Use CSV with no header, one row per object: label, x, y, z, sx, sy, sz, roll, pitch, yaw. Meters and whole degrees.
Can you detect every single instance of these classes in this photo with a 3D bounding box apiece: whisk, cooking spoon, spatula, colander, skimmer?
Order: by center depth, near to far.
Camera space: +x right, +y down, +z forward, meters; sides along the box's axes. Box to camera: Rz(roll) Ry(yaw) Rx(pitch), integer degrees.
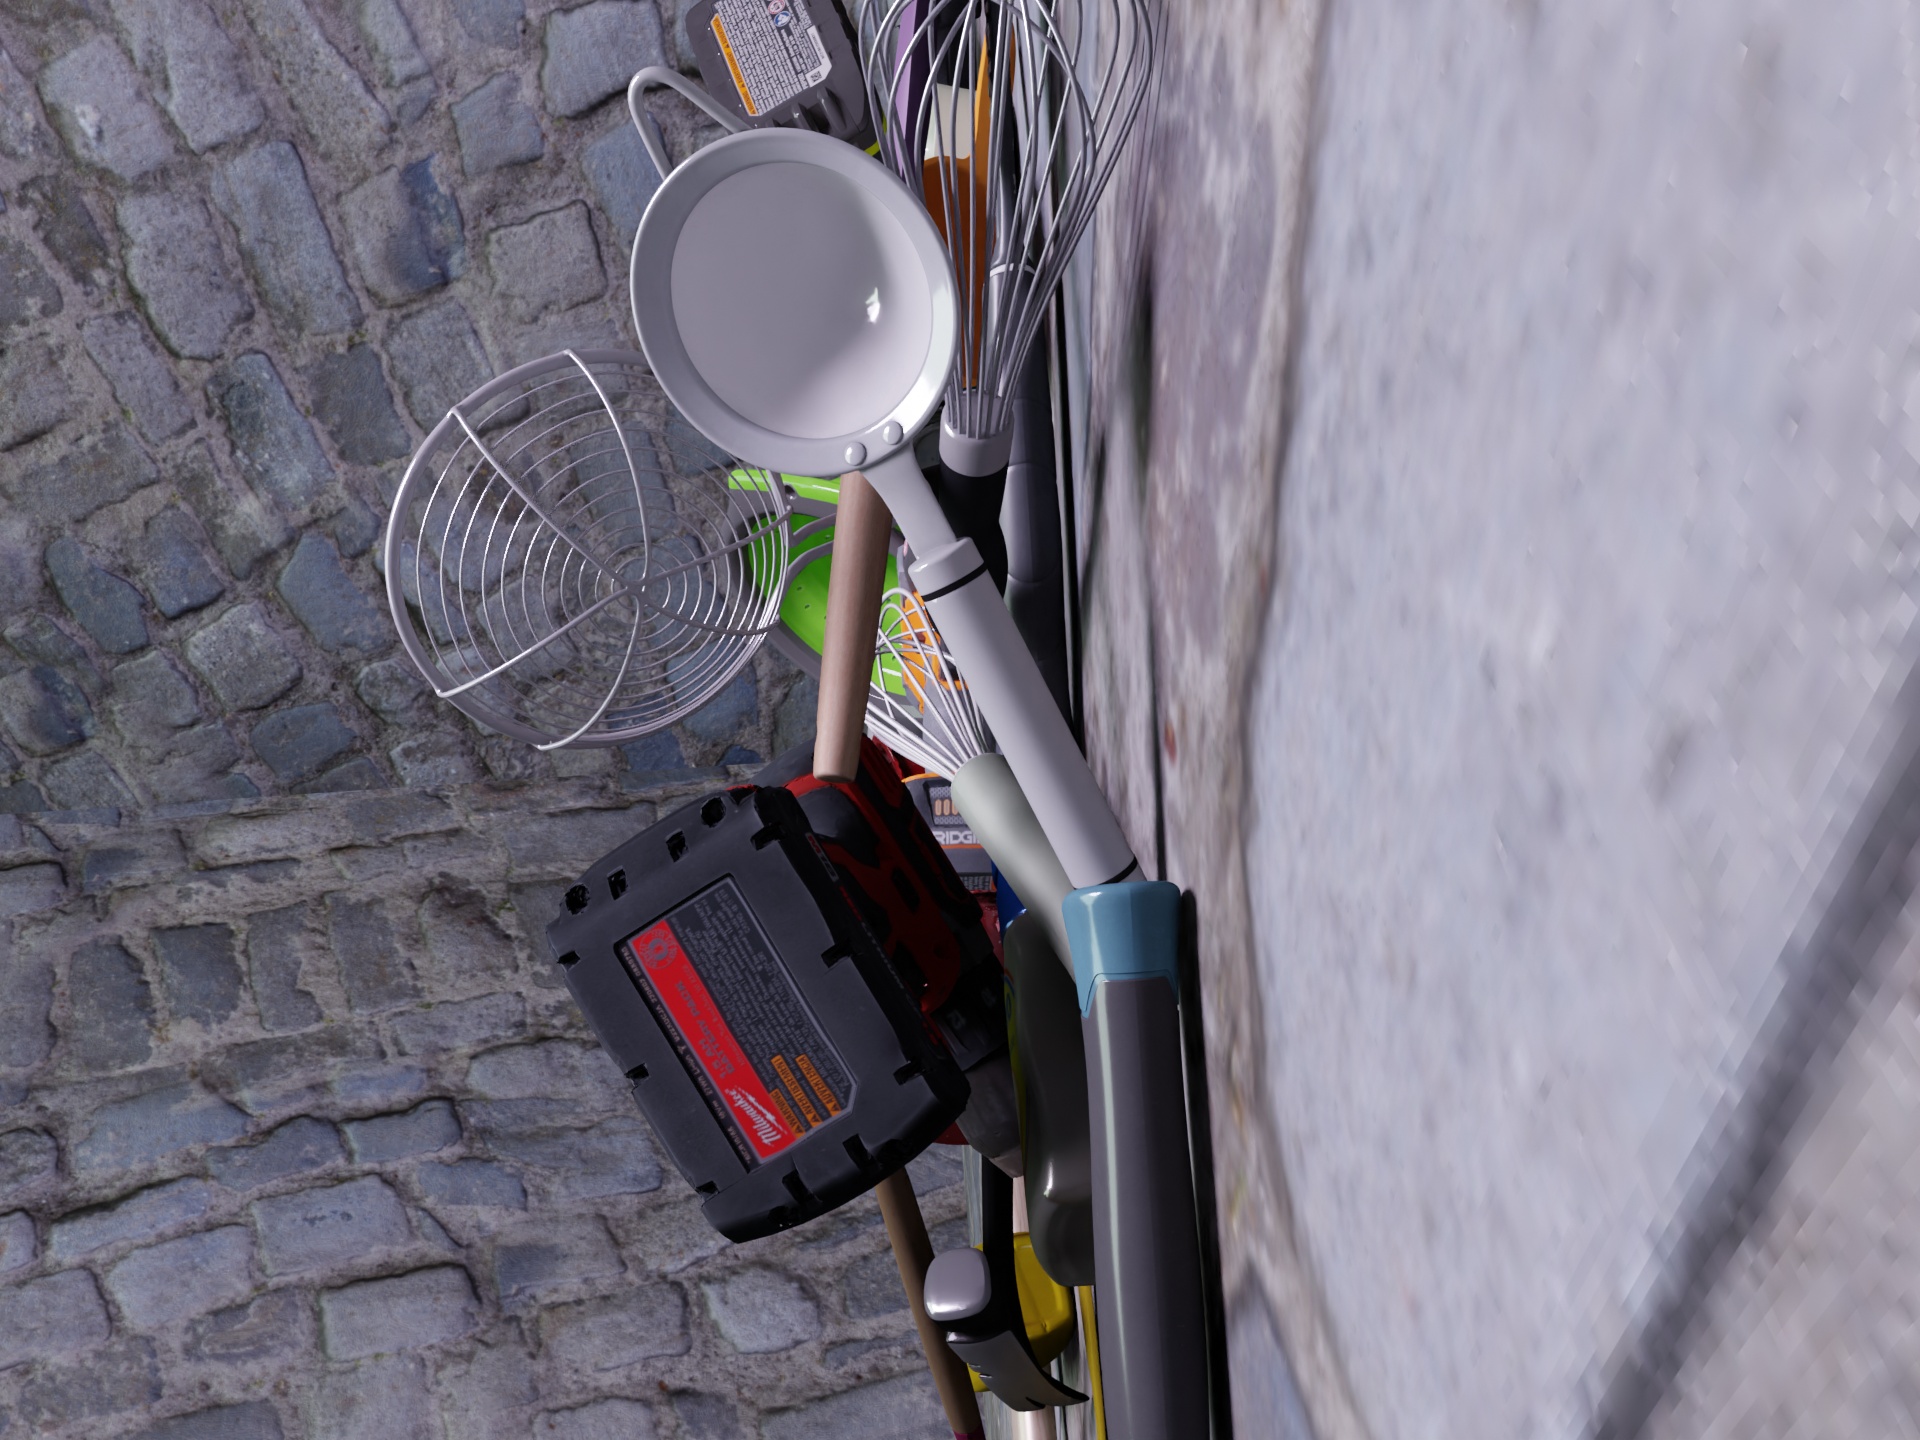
whisk,0.007,-0.104,0.458,0.284,0.070,0.070,94,172,-59
spatula,-0.023,-0.134,0.513,0.059,0.018,0.316,95,-179,-75
whisk,0.005,0.019,0.545,0.247,0.057,0.059,53,130,56
skimmer,-0.067,-0.083,0.611,0.363,0.090,0.127,-38,-42,-66
cooking spoon,-0.002,0.314,0.749,0.069,0.017,0.318,-99,-4,-59
colander,-0.026,-0.045,1.099,0.094,0.205,0.396,-57,-36,-29

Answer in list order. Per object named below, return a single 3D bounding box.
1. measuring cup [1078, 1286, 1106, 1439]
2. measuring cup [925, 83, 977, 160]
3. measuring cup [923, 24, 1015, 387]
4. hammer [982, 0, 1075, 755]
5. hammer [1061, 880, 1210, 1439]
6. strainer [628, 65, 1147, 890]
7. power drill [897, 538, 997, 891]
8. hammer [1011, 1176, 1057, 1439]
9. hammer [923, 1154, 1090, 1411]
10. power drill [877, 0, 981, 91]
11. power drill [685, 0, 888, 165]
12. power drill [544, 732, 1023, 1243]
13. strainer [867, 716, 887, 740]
measuring cup,0.046,0.293,0.680,0.062,0.029,0.156,177,88,-88
measuring cup,-0.003,-0.207,0.738,0.083,0.038,0.167,-95,10,-52
measuring cup,-0.012,-0.212,0.643,0.095,0.052,0.174,32,-119,-48
hammer,0.019,-0.173,0.564,0.149,0.036,0.409,-112,18,-79
hammer,0.051,0.205,0.397,0.128,0.033,0.331,123,143,-87
strainer,-0.008,-0.047,0.414,0.258,0.087,0.050,62,-153,-12
power drill,-0.001,-0.003,0.787,0.164,0.084,0.227,90,179,-52
hammer,0.044,0.422,0.871,0.146,0.038,0.411,93,173,-59
hammer,0.021,0.168,0.808,0.337,0.034,0.127,-90,-22,-46
power drill,-0.028,-0.413,0.806,0.226,0.084,0.185,-106,10,-58
power drill,-0.054,-0.298,0.891,0.223,0.080,0.171,42,-156,-61
power drill,-0.030,0.096,0.541,0.188,0.080,0.226,58,-170,3
strainer,-0.037,-0.029,1.364,0.211,0.095,0.340,114,151,-85
